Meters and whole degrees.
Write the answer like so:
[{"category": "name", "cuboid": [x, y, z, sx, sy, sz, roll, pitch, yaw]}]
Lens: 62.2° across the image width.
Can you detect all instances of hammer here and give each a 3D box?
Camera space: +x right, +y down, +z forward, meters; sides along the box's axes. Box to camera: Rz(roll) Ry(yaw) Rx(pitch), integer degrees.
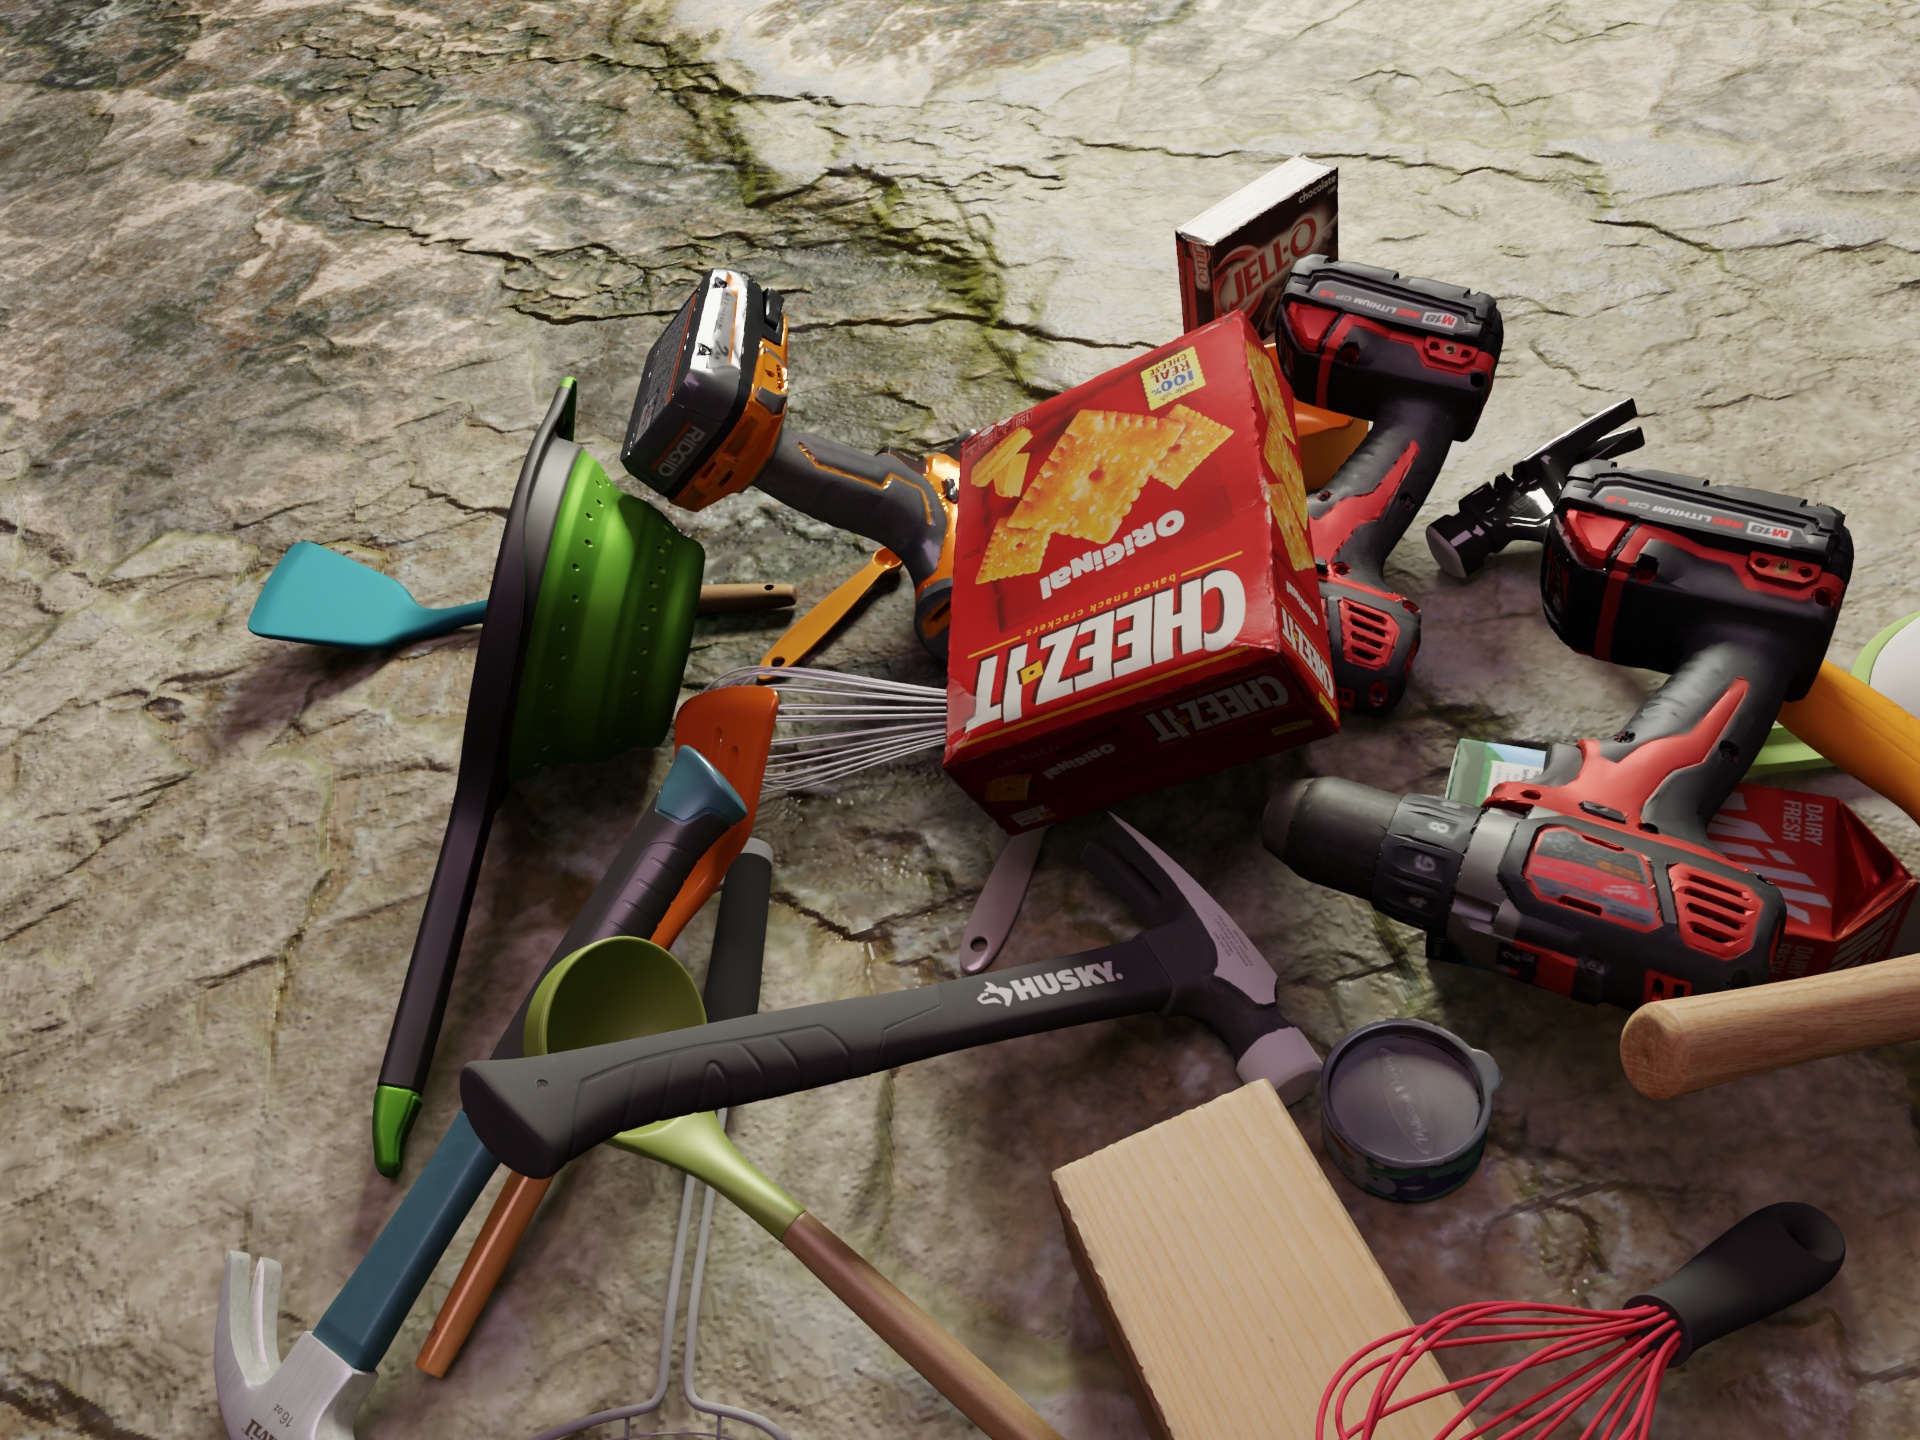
[{"category": "hammer", "cuboid": [-0.022, 0.114, 0.617, 0.334, 0.035, 0.146, -6, 46, -31]}, {"category": "hammer", "cuboid": [-0.187, 0.157, 0.663, 0.128, 0.033, 0.331, 23, 72, 25]}, {"category": "hammer", "cuboid": [0.375, 0.088, 0.552, 0.331, 0.130, 0.031, -7, 44, -15]}, {"category": "hammer", "cuboid": [0.356, -0.039, 0.722, 0.127, 0.034, 0.337, -34, 40, 2]}]

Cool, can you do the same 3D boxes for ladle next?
[{"category": "ladle", "cuboid": [-0.038, 0.196, 0.581, 0.320, 0.062, 0.078, 37, 40, 17]}]

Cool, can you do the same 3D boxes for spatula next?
[{"category": "spatula", "cuboid": [-0.160, 0.127, 0.709, 0.081, 0.041, 0.323, -5, 51, 46]}, {"category": "spatula", "cuboid": [-0.252, -0.073, 0.932, 0.317, 0.044, 0.082, -2, 46, 9]}]

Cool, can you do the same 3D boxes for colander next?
[{"category": "colander", "cuboid": [-0.196, 0.027, 0.784, 0.094, 0.204, 0.397, 12, 66, -11]}]

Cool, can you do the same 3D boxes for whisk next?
[{"category": "whisk", "cuboid": [-0.001, -0.002, 0.810, 0.284, 0.070, 0.070, -3, 48, 3]}, {"category": "whisk", "cuboid": [0.208, 0.197, 0.496, 0.295, 0.073, 0.073, -4, 36, -41]}]

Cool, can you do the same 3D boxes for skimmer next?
[{"category": "skimmer", "cuboid": [-0.113, 0.180, 0.642, 0.127, 0.090, 0.364, -5, 48, 8]}]

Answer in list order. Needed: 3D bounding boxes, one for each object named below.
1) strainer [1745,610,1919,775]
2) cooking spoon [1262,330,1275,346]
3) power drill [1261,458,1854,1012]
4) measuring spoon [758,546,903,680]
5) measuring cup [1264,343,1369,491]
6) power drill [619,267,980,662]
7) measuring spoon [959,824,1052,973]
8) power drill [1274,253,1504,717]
[{"category": "strainer", "cuboid": [0.430, -0.012, 0.706, 0.256, 0.069, 0.152, -7, 48, 4]}, {"category": "cooking spoon", "cuboid": [0.149, -0.190, 0.949, 0.017, 0.068, 0.319, 44, 61, 8]}, {"category": "power drill", "cuboid": [0.242, 0.002, 0.636, 0.188, 0.080, 0.227, 17, 59, 26]}, {"category": "measuring spoon", "cuboid": [-0.073, -0.060, 0.905, 0.021, 0.011, 0.117, 30, 64, 33]}, {"category": "measuring cup", "cuboid": [0.156, -0.150, 0.906, 0.173, 0.052, 0.095, -32, 50, -13]}, {"category": "power drill", "cuboid": [-0.058, -0.141, 0.855, 0.084, 0.226, 0.164, -40, 33, 36]}, {"category": "measuring spoon", "cuboid": [0.025, 0.067, 0.762, 0.034, 0.018, 0.124, 11, 53, 21]}, {"category": "power drill", "cuboid": [0.184, -0.119, 0.815, 0.143, 0.078, 0.220, 18, 76, 16]}]
